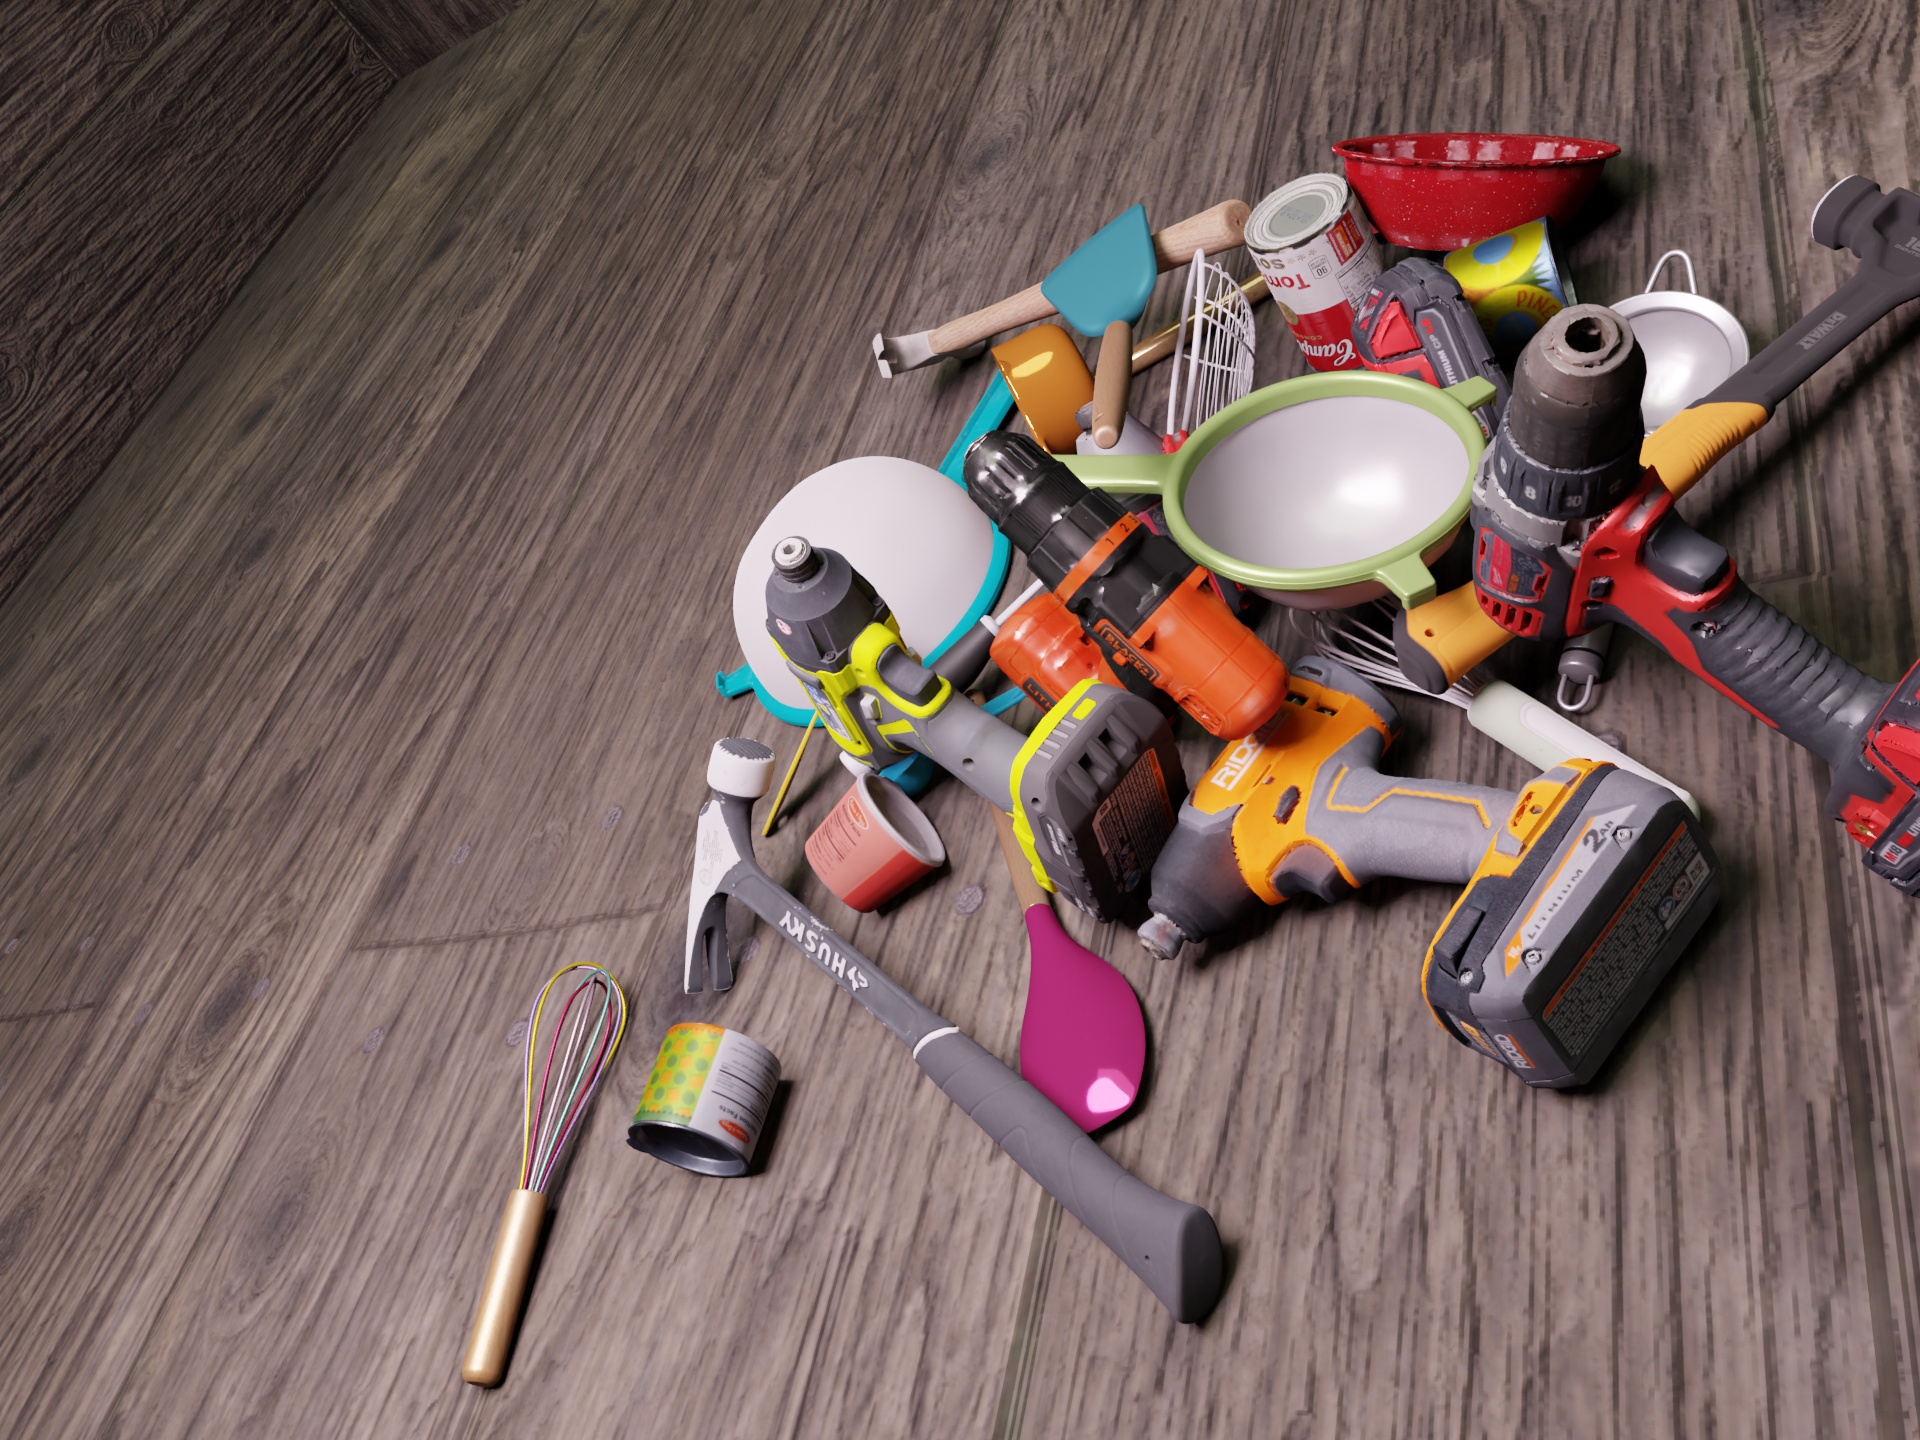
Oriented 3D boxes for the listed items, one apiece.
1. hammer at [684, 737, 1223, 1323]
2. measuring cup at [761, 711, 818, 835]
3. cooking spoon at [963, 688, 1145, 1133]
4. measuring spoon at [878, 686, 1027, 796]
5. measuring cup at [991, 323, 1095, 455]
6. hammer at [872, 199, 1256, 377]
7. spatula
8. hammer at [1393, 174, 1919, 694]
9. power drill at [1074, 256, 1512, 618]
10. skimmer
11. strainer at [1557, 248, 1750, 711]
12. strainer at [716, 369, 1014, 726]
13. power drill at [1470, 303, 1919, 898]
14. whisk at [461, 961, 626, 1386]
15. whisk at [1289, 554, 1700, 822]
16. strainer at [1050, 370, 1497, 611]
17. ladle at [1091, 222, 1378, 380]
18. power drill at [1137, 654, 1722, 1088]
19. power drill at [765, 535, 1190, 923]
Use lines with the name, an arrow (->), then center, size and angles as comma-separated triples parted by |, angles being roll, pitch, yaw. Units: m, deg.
hammer -> -0.026, 0.154, 0.783 | 0.409, 0.036, 0.149 | 32, 114, 44
measuring cup -> -0.081, 0.012, 0.977 | 0.062, 0.029, 0.156 | -79, 15, -67
cooking spoon -> 0.035, 0.084, 0.844 | 0.069, 0.017, 0.319 | -34, 38, 14
measuring spoon -> 0.001, 0.014, 0.922 | 0.128, 0.021, 0.042 | -31, 18, 33
measuring cup -> 0.078, -0.187, 1.036 | 0.052, 0.095, 0.174 | -29, 58, 4
hammer -> 0.059, -0.286, 1.075 | 0.130, 0.031, 0.331 | -26, 12, -39
spatula -> 0.078, -0.213, 0.873 | 0.082, 0.044, 0.318 | -35, 19, 22
hammer -> 0.339, -0.121, 0.726 | 0.337, 0.034, 0.127 | -38, 50, -4
power drill -> 0.173, -0.148, 0.851 | 0.219, 0.143, 0.079 | -28, 16, 14
skimmer -> 0.043, -0.118, 0.947 | 0.363, 0.090, 0.127 | -44, 1, 4
strainer -> 0.324, -0.115, 0.775 | 0.087, 0.050, 0.258 | 9, 65, 32
strainer -> -0.048, -0.157, 1.086 | 0.211, 0.095, 0.340 | 9, 61, 45
power drill -> 0.289, -0.048, 0.579 | 0.227, 0.187, 0.080 | 38, 81, 26
whisk -> -0.235, 0.249, 0.903 | 0.051, 0.047, 0.245 | -14, 50, 29
whisk -> 0.241, -0.013, 0.744 | 0.058, 0.059, 0.247 | -22, 37, -20
strainer -> 0.131, -0.102, 0.792 | 0.256, 0.069, 0.152 | 6, 51, 28
ladle -> 0.199, -0.290, 1.062 | 0.315, 0.031, 0.069 | -28, 39, 19
power drill -> 0.183, 0.067, 0.689 | 0.164, 0.084, 0.227 | -50, 34, -10
power drill -> -0.001, -0.003, 0.804 | 0.223, 0.171, 0.080 | 30, 71, 30
